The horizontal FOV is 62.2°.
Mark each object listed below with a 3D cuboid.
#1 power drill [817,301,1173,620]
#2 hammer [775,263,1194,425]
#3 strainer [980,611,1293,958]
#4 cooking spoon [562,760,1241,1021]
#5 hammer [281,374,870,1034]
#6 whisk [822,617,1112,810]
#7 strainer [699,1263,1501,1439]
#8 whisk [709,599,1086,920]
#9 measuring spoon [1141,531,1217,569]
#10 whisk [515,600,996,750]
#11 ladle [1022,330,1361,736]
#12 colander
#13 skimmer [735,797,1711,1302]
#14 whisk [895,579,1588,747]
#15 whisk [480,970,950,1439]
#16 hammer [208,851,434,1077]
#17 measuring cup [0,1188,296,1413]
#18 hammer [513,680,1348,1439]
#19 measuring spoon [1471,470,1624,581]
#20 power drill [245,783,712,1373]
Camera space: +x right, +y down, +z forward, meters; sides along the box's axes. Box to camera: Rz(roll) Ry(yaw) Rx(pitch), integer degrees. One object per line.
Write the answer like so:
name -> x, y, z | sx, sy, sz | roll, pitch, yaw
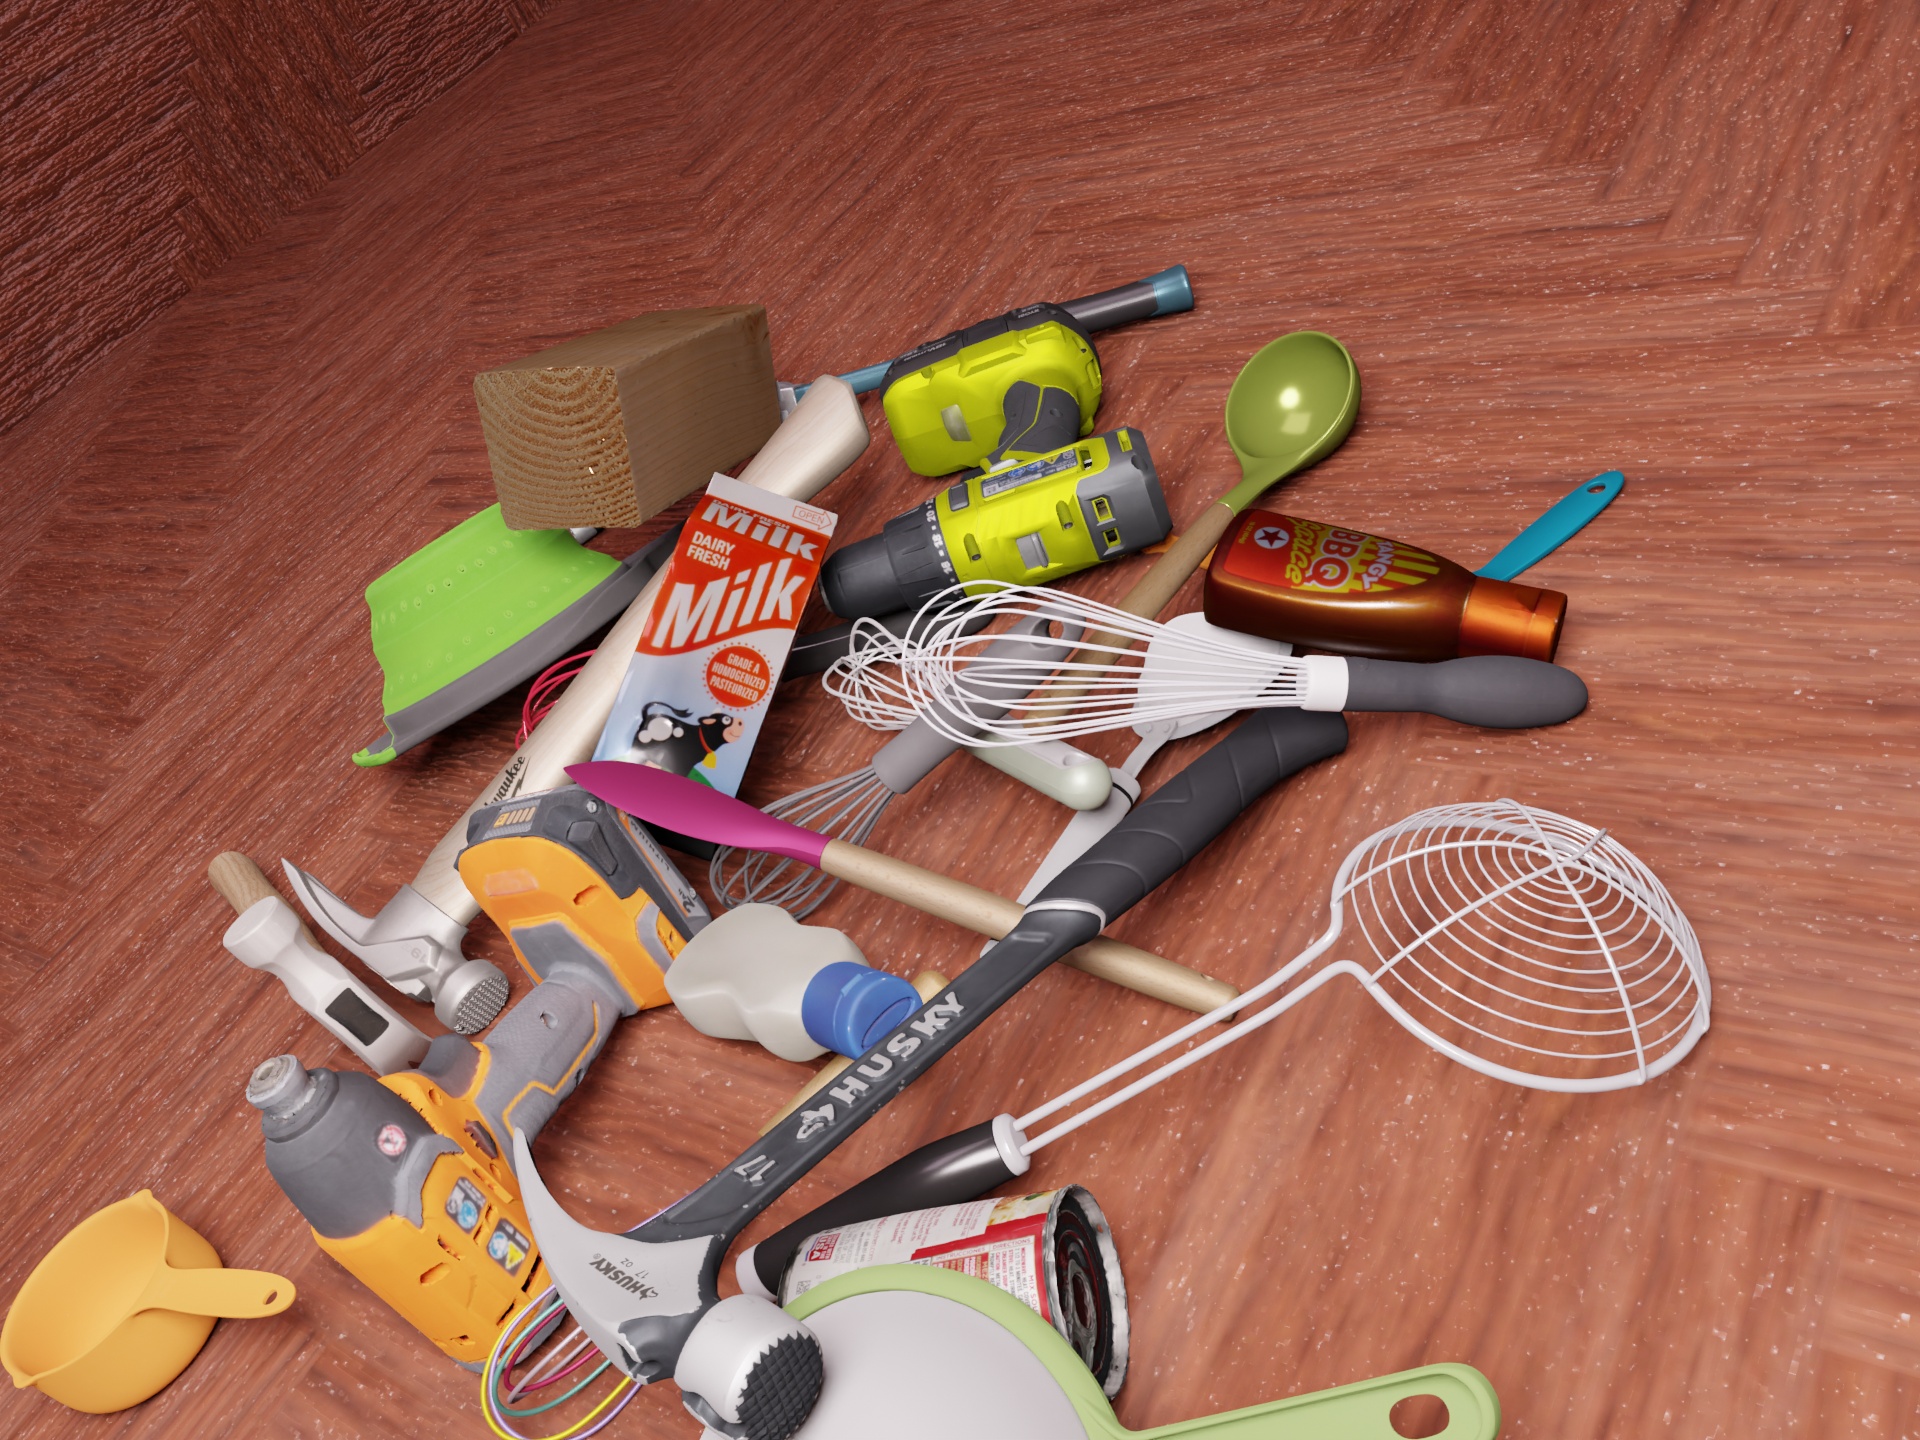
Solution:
power drill -> 0.011, -0.145, 0.918 | 0.190, 0.080, 0.229 | -18, 35, 10
hammer -> -0.003, -0.251, 1.085 | 0.331, 0.033, 0.128 | -12, 14, 17
strainer -> 0.076, 0.023, 0.721 | 0.087, 0.050, 0.258 | -3, 45, 55
cooking spoon -> -0.034, 0.065, 0.674 | 0.319, 0.068, 0.017 | 18, 99, 22
hammer -> -0.192, -0.035, 0.876 | 0.146, 0.038, 0.411 | 29, 74, 23
whisk -> -0.001, -0.002, 0.772 | 0.058, 0.059, 0.246 | -15, 22, -26
strainer -> 0.019, 0.219, 0.442 | 0.256, 0.069, 0.152 | -21, 66, 18
whisk -> -0.032, 0.021, 0.729 | 0.239, 0.055, 0.055 | -40, 31, 24
measuring spoon -> 0.135, -0.088, 0.834 | 0.021, 0.011, 0.117 | -45, 38, -19
whisk -> -0.122, -0.029, 0.908 | 0.296, 0.073, 0.073 | -15, 38, 11
ladle -> 0.113, -0.098, 0.781 | 0.078, 0.062, 0.320 | -1, 34, 42
colander -> -0.243, -0.121, 1.031 | 0.397, 0.094, 0.204 | -39, 16, -23
skimmer -> 0.085, 0.141, 0.582 | 0.363, 0.090, 0.127 | -32, 38, 15
whisk -> 0.116, -0.017, 0.647 | 0.284, 0.070, 0.070 | 3, 40, -2
whisk -> -0.093, 0.187, 0.640 | 0.245, 0.051, 0.047 | -42, 32, -21
hammer -> -0.367, 0.119, 0.870 | 0.031, 0.130, 0.331 | -46, 28, -19
measuring cup -> -0.348, 0.267, 0.714 | 0.173, 0.052, 0.095 | -7, 42, 26
hammer -> 0.021, 0.084, 0.587 | 0.149, 0.036, 0.409 | 13, 35, 42
measuring spoon -> 0.255, -0.083, 0.733 | 0.128, 0.021, 0.042 | -37, 36, -7
power drill -> -0.200, 0.132, 0.678 | 0.084, 0.164, 0.227 | -12, 38, 26
